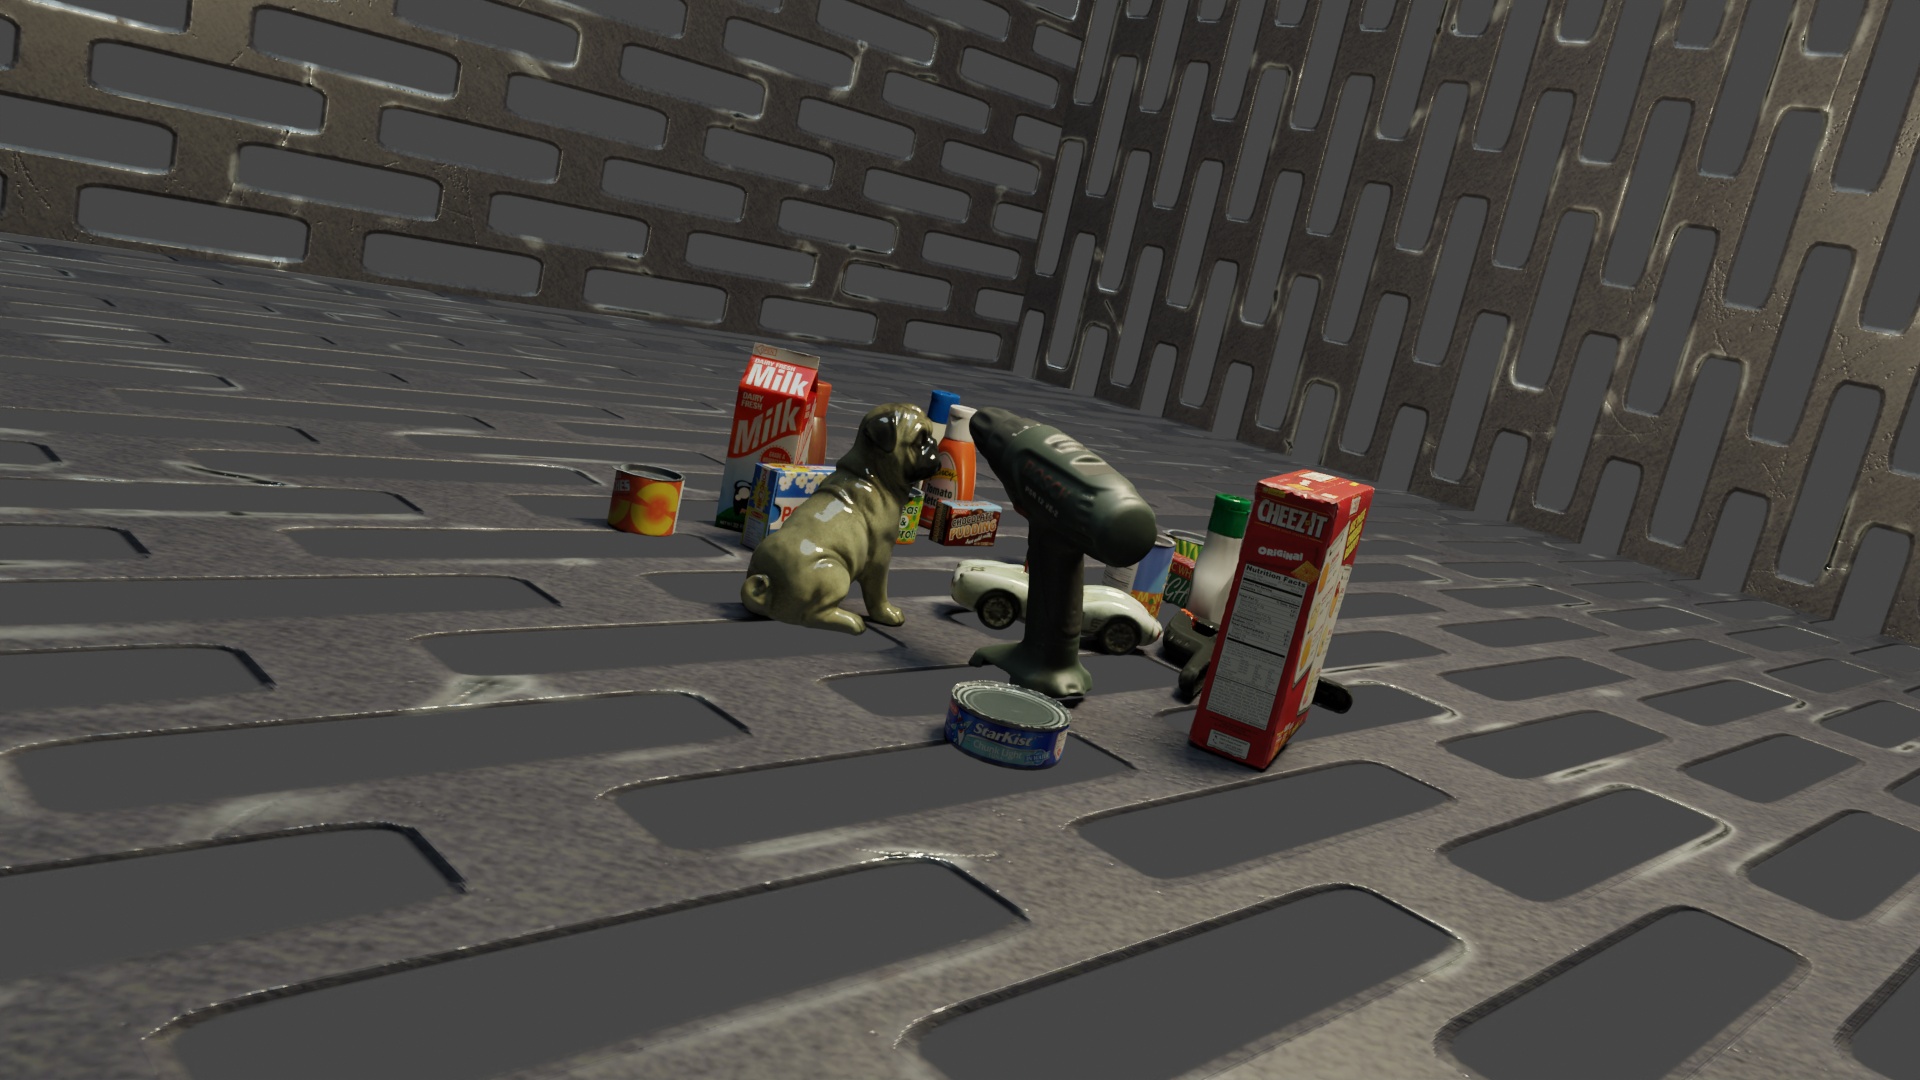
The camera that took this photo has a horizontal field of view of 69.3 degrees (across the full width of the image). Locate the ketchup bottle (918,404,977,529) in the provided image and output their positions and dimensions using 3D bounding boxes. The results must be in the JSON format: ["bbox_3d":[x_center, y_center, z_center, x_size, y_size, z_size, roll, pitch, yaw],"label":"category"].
[{"bbox_3d":[-0.010,-0.085,1.647,0.065,0.148,0.043,19,13,30],"label":"ketchup bottle"}]

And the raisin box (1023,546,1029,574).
[{"bbox_3d":[0.102,-0.020,1.523,0.040,0.123,0.086,14,11,6],"label":"raisin box"}]

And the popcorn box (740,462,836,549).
[{"bbox_3d":[-0.156,-0.032,1.402,0.038,0.085,0.127,21,14,38],"label":"popcorn box"}]

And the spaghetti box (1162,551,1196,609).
[{"bbox_3d":[0.277,0.063,1.495,0.029,0.050,0.250,5,14,-33],"label":"spaghetti box"}]

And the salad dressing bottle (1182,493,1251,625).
[{"bbox_3d":[0.259,0.027,1.407,0.044,0.147,0.064,17,12,22],"label":"salad dressing bottle"}]

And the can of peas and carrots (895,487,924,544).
[{"bbox_3d":[-0.076,-0.031,1.544,0.071,0.058,0.071,12,11,-2],"label":"can of peas and carrots"}]

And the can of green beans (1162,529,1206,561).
[{"bbox_3d":[0.271,0.023,1.658,0.071,0.057,0.071,12,11,-2],"label":"can of green beans"}]

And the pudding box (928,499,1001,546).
[{"bbox_3d":[0.006,-0.020,1.602,0.084,0.049,0.030,1,16,-45],"label":"pudding box"}]

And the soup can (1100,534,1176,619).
[{"bbox_3d":[0.185,0.035,1.449,0.071,0.083,0.071,12,11,-2],"label":"soup can"}]

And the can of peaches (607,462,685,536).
[{"bbox_3d":[-0.307,-0.040,1.344,0.071,0.058,0.071,12,11,-2],"label":"can of peaches"}]

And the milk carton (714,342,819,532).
[{"bbox_3d":[-0.197,-0.104,1.438,0.072,0.190,0.073,13,11,1],"label":"milk carton"}]

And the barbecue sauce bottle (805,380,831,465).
[{"bbox_3d":[-0.179,-0.109,1.582,0.065,0.148,0.044,22,15,40],"label":"barbecue sauce bottle"}]

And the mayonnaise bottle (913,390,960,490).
[{"bbox_3d":[-0.034,-0.116,1.771,0.041,0.147,0.065,10,11,-12],"label":"mayonnaise bottle"}]
